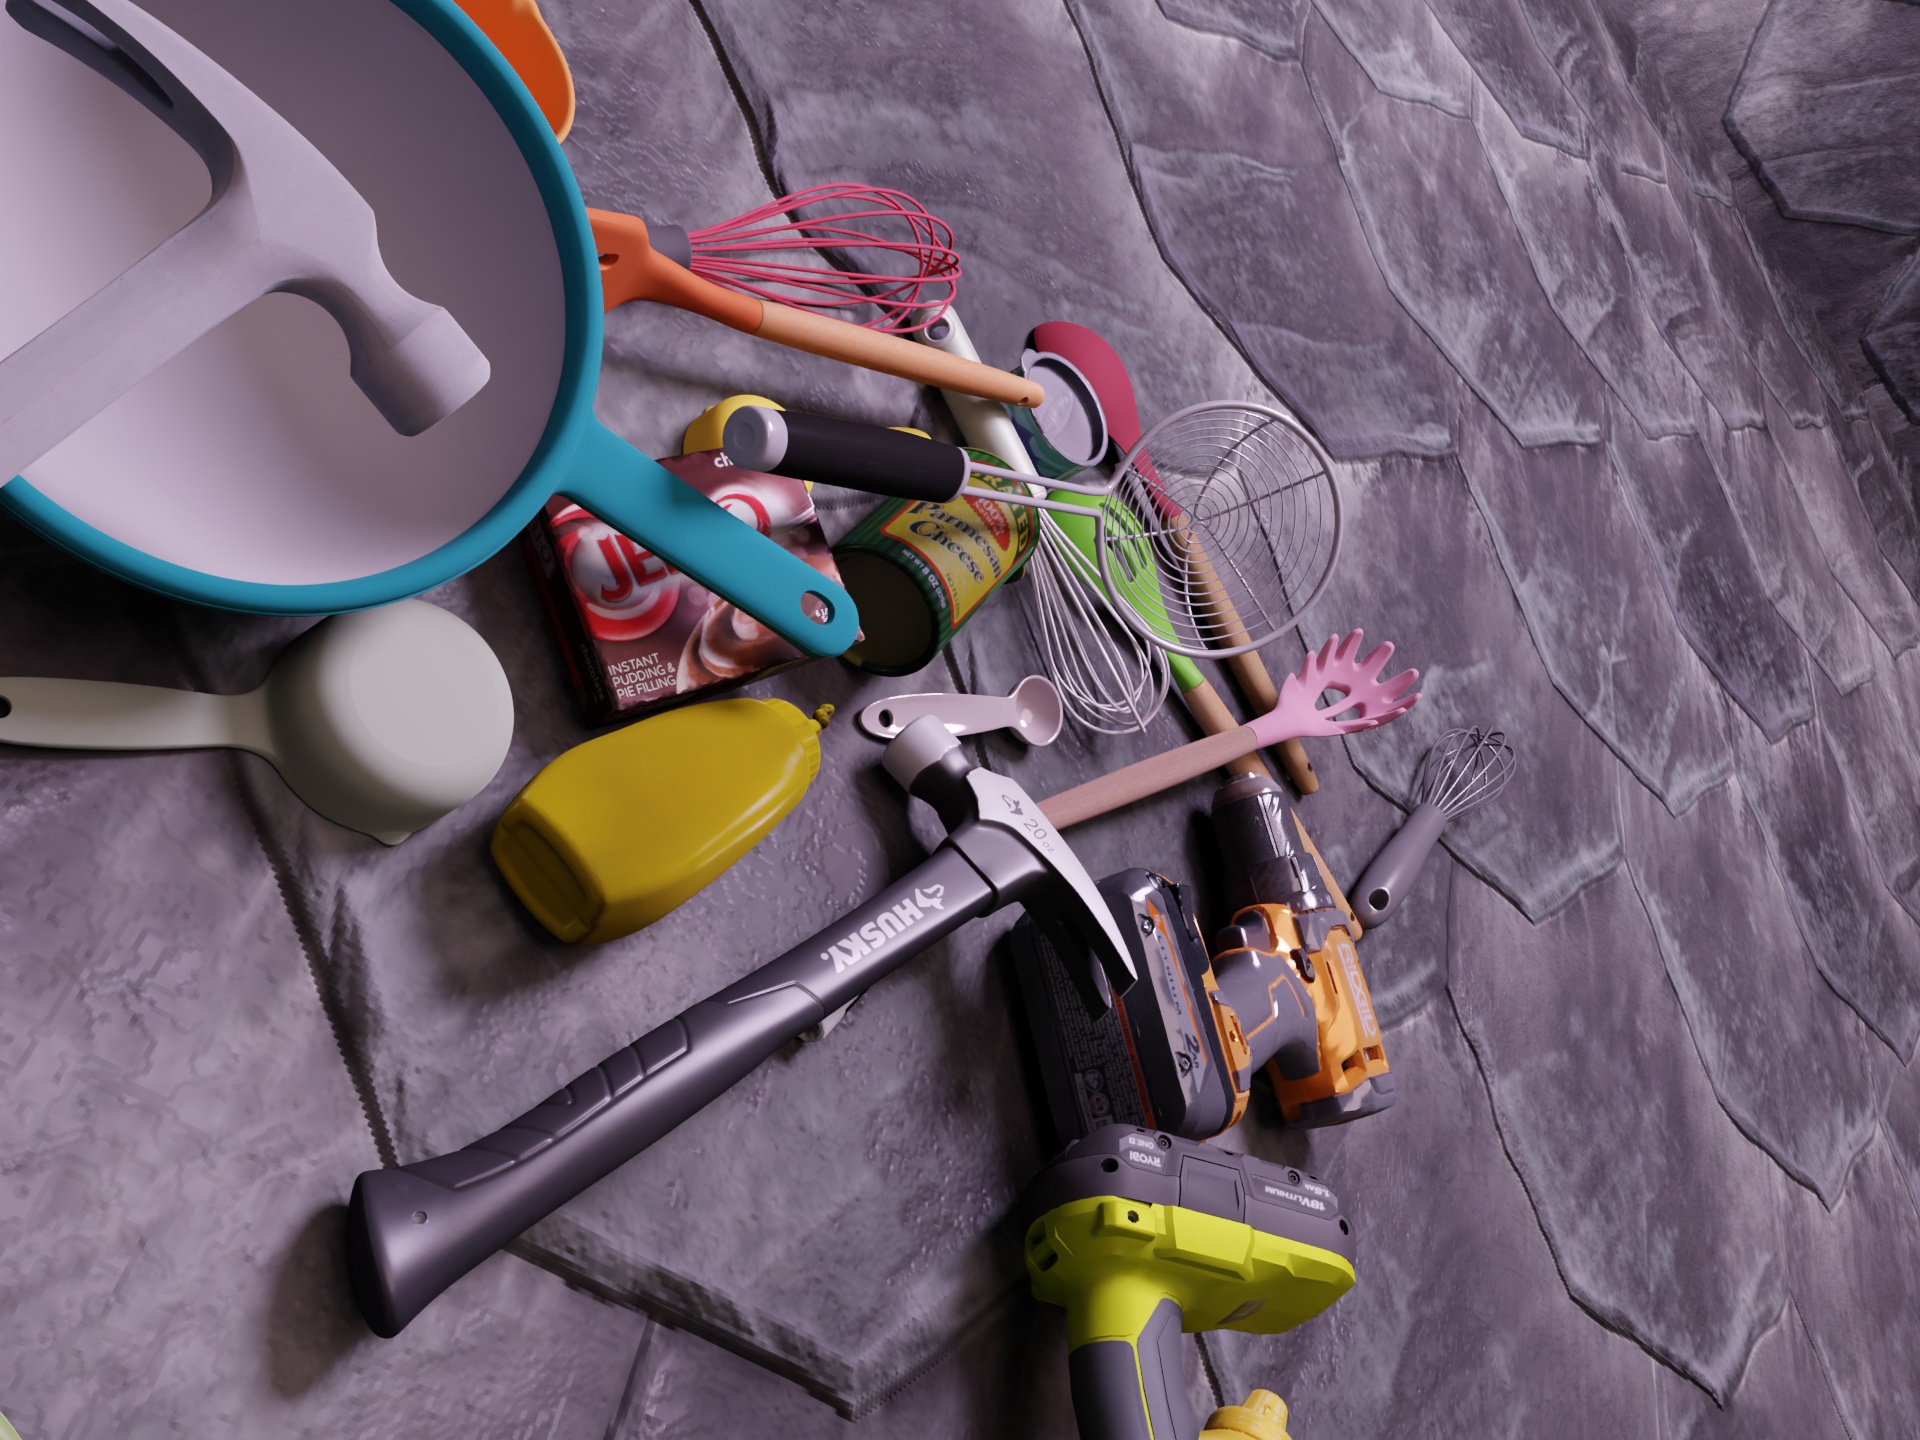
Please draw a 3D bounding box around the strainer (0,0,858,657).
[{"bbox_3d":[-0.181,-0.105,0.524,0.340,0.095,0.211,33,66,-36],"label":"strainer"}]

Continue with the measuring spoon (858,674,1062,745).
[{"bbox_3d":[-0.001,-0.002,0.740,0.124,0.018,0.034,-3,86,-41],"label":"measuring spoon"}]

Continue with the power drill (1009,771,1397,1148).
[{"bbox_3d":[0.122,0.112,0.768,0.226,0.084,0.185,6,65,-50],"label":"power drill"}]

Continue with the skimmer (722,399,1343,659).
[{"bbox_3d":[0.052,-0.090,0.672,0.363,0.090,0.127,-2,112,-56],"label":"skimmer"}]

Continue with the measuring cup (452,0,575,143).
[{"bbox_3d":[-0.227,-0.268,0.592,0.173,0.052,0.095,42,45,-23],"label":"measuring cup"}]

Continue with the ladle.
[{"bbox_3d":[0.132,-0.093,0.918,0.315,0.031,0.069,61,34,-9],"label":"ladle"}]

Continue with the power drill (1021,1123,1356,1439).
[{"bbox_3d":[0.093,0.280,0.595,0.171,0.080,0.223,18,45,-13],"label":"power drill"}]

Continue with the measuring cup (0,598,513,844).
[{"bbox_3d":[-0.213,-0.005,0.486,0.167,0.038,0.083,3,69,-49],"label":"measuring cup"}]

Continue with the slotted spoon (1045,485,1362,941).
[{"bbox_3d":[0.143,0.000,0.885,0.313,0.031,0.070,56,41,-14],"label":"slotted spoon"}]

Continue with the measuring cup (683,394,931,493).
[{"bbox_3d":[-0.057,-0.123,0.720,0.156,0.029,0.062,-19,86,-47],"label":"measuring cup"}]

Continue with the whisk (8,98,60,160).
[{"bbox_3d":[-0.306,-0.311,0.527,0.070,0.070,0.285,11,68,-44],"label":"whisk"}]

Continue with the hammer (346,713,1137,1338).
[{"bbox_3d":[-0.067,0.108,0.569,0.146,0.035,0.335,46,42,14],"label":"hammer"}]

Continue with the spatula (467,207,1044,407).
[{"bbox_3d":[-0.068,-0.162,0.684,0.322,0.081,0.041,3,52,-47],"label":"spatula"}]

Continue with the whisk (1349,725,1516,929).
[{"bbox_3d":[0.299,0.066,1.009,0.239,0.055,0.055,-39,101,-45],"label":"whisk"}]

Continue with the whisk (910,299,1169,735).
[{"bbox_3d":[0.037,-0.103,0.809,0.246,0.058,0.059,63,5,2],"label":"whisk"}]

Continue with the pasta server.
[{"bbox_3d":[0.137,0.011,0.833,0.316,0.040,0.060,-17,61,-41],"label":"pasta server"}]

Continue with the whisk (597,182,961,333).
[{"bbox_3d":[-0.107,-0.201,0.689,0.295,0.073,0.073,-14,82,-43],"label":"whisk"}]

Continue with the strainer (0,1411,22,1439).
[{"bbox_3d":[-0.294,0.211,0.268,0.256,0.069,0.151,-29,96,-49],"label":"strainer"}]

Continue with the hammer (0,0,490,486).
[{"bbox_3d":[-0.282,-0.014,0.339,0.144,0.035,0.406,53,56,-26],"label":"hammer"}]
